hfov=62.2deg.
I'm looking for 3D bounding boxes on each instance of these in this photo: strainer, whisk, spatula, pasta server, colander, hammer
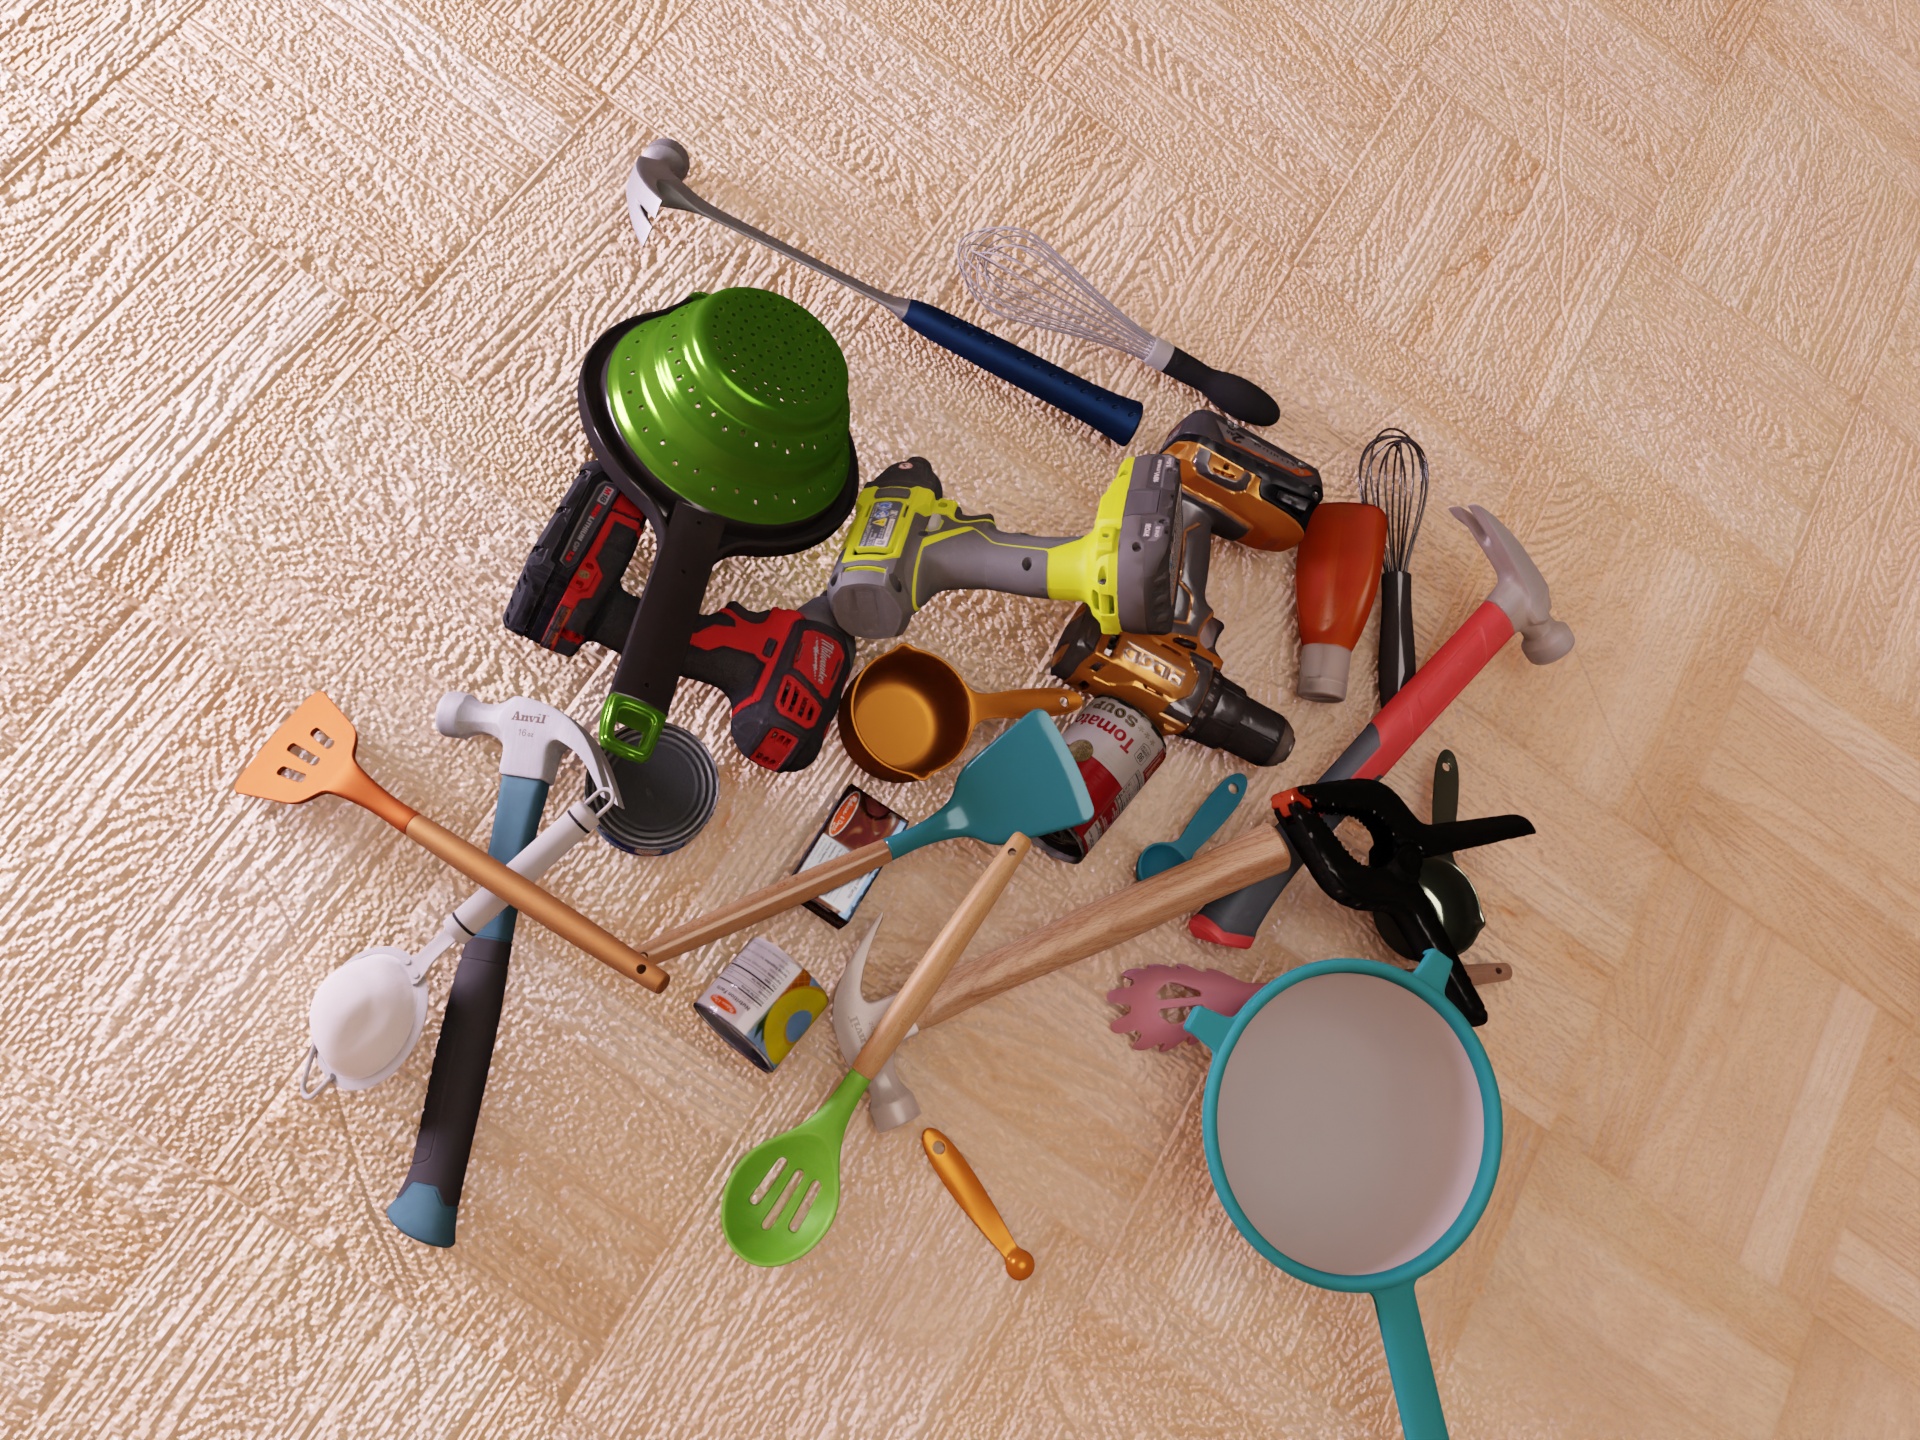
[{"bbox_3d":[-0.305,0.127,0.944,0.258,0.050,0.087,-42,57,-6],"label":"strainer"},{"bbox_3d":[0.335,-0.111,1.226,0.055,0.055,0.239,5,78,-14],"label":"whisk"},{"bbox_3d":[-0.299,0.076,0.935,0.323,0.041,0.081,29,71,17],"label":"spatula"},{"bbox_3d":[0.256,0.192,1.133,0.316,0.040,0.060,-2,76,-20],"label":"pasta server"},{"bbox_3d":[-0.151,-0.152,1.003,0.204,0.094,0.397,24,50,-19],"label":"colander"},{"bbox_3d":[0.261,0.329,1.063,0.211,0.095,0.340,-11,84,-15],"label":"strainer"},{"bbox_3d":[-0.292,0.147,0.972,0.128,0.033,0.331,7,76,12],"label":"hammer"},{"bbox_3d":[-0.050,-0.299,1.149,0.405,0.035,0.144,24,30,-14],"label":"hammer"},{"bbox_3d":[0.069,0.145,1.064,0.331,0.031,0.130,-23,81,-11],"label":"hammer"},{"bbox_3d":[-0.069,0.090,1.023,0.317,0.044,0.082,-23,83,-17],"label":"spatula"},{"bbox_3d":[0.123,-0.294,1.215,0.284,0.070,0.070,26,70,-12],"label":"whisk"},{"bbox_3d":[0.294,0.011,1.158,0.386,0.038,0.143,-44,108,-16],"label":"hammer"}]

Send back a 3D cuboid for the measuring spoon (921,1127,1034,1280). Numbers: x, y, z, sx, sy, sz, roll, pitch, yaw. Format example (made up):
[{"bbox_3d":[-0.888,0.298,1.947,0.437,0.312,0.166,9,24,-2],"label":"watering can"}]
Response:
[{"bbox_3d":[0.012,0.314,1.036,0.021,0.011,0.117,-34,86,-21],"label":"measuring spoon"}]

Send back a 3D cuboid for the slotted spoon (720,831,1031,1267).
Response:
[{"bbox_3d":[-0.046,0.203,1.006,0.070,0.031,0.314,33,83,9],"label":"slotted spoon"}]

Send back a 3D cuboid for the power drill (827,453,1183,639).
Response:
[{"bbox_3d":[0.035,-0.126,1.079,0.223,0.080,0.171,2,43,12],"label":"power drill"}]

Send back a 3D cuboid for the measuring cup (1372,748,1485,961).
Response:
[{"bbox_3d":[0.347,0.100,1.180,0.083,0.038,0.168,20,62,-11],"label":"measuring cup"}]

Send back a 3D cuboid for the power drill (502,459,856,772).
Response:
[{"bbox_3d":[-0.173,-0.070,1.049,0.219,0.078,0.143,28,51,-12],"label":"power drill"}]

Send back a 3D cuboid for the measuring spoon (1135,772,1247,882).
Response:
[{"bbox_3d":[0.167,0.082,1.145,0.042,0.021,0.129,45,59,0],"label":"measuring spoon"}]

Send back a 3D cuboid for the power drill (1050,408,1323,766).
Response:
[{"bbox_3d":[0.189,-0.089,1.163,0.185,0.084,0.226,27,74,-7],"label":"power drill"}]

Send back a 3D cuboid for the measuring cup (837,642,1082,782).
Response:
[{"bbox_3d":[-0.002,-0.004,1.101,0.173,0.052,0.095,-4,78,-24],"label":"measuring cup"}]
